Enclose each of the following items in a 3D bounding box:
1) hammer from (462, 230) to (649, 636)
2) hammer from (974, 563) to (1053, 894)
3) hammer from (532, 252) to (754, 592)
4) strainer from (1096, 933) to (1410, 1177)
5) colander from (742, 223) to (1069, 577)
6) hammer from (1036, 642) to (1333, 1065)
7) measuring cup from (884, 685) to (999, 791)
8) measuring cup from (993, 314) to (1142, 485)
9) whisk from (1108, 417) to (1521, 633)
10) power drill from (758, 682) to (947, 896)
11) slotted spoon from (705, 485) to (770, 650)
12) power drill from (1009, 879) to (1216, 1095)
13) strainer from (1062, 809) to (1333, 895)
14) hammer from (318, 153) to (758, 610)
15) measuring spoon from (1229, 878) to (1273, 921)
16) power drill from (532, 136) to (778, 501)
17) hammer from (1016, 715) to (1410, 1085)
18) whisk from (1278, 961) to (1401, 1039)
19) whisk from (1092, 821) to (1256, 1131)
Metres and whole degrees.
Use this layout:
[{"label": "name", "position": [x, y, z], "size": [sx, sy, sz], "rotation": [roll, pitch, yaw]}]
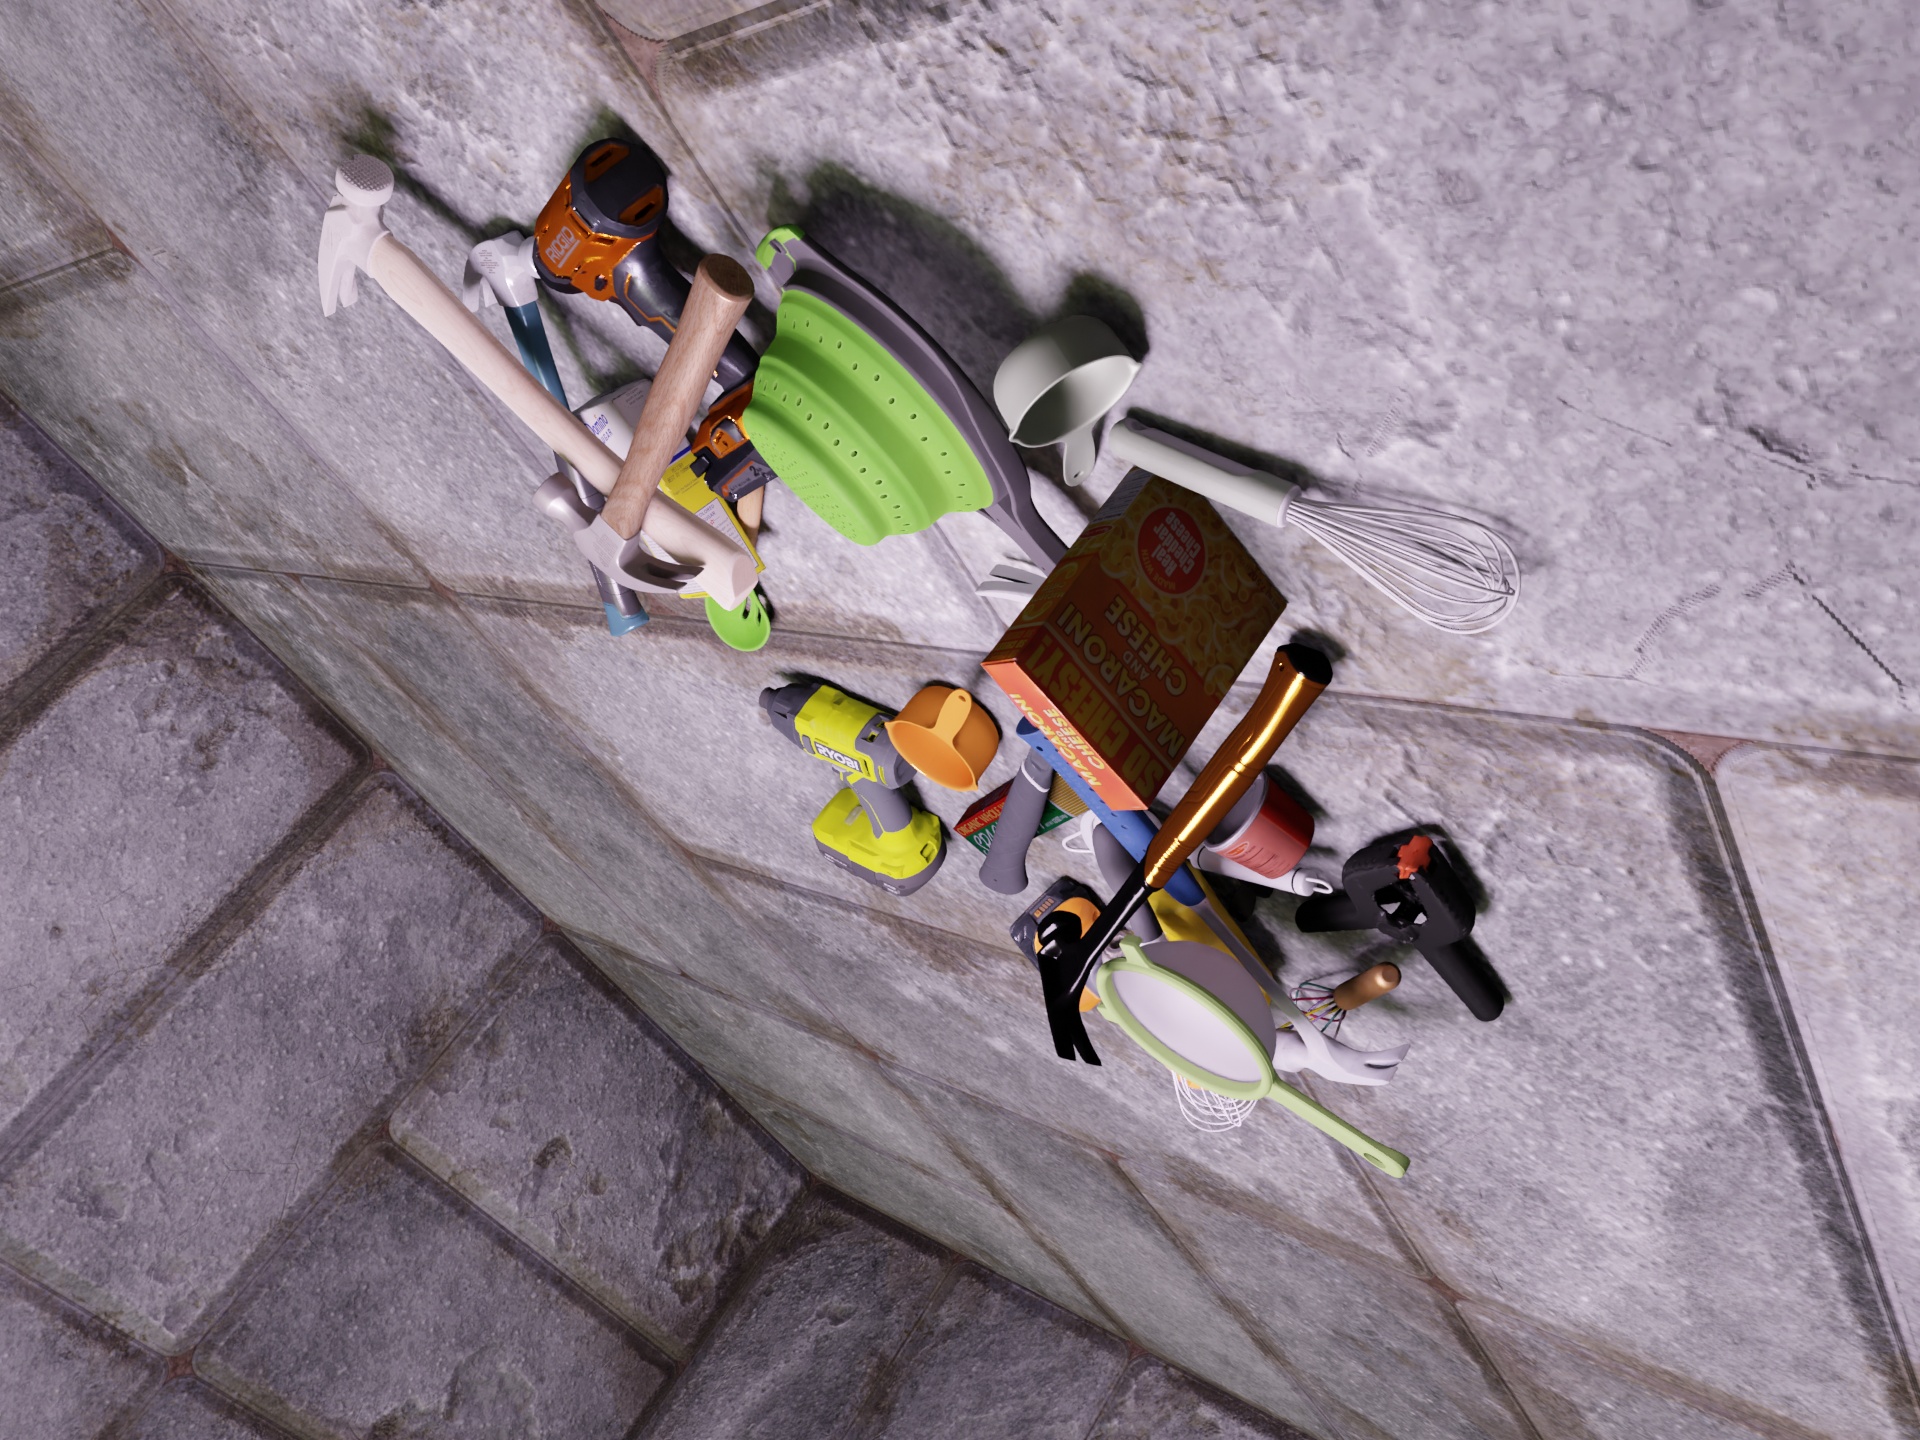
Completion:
[{"label": "hammer", "position": [-0.304, -0.213, 1.235], "size": [0.128, 0.033, 0.330], "rotation": [18, 132, 43]}, {"label": "hammer", "position": [0.057, 0.030, 1.228], "size": [0.149, 0.036, 0.408], "rotation": [31, 148, 11]}, {"label": "hammer", "position": [-0.195, -0.184, 1.035], "size": [0.130, 0.031, 0.331], "rotation": [44, 146, -1]}, {"label": "strainer", "position": [0.223, 0.234, 1.162], "size": [0.256, 0.069, 0.151], "rotation": [32, 153, 15]}, {"label": "colander", "position": [-0.007, -0.116, 0.970], "size": [0.397, 0.094, 0.204], "rotation": [46, 173, -16]}, {"label": "hammer", "position": [0.143, 0.084, 1.050], "size": [0.034, 0.127, 0.336], "rotation": [17, 127, -20]}, {"label": "measuring cup", "position": [-0.002, -0.004, 1.291], "size": [0.095, 0.052, 0.173], "rotation": [36, 154, 4]}, {"label": "measuring cup", "position": [0.058, -0.176, 0.903], "size": [0.038, 0.083, 0.167], "rotation": [60, 179, 13]}, {"label": "whisk", "position": [0.184, -0.113, 0.857], "size": [0.246, 0.058, 0.059], "rotation": [29, 120, 26]}, {"label": "power drill", "position": [-0.100, 0.058, 1.511], "size": [0.171, 0.080, 0.223], "rotation": [22, 148, 28]}, {"label": "slotted spoon", "position": [-0.175, -0.144, 1.306], "size": [0.070, 0.031, 0.313], "rotation": [36, 154, 6]}, {"label": "power drill", "position": [0.134, 0.221, 1.405], "size": [0.185, 0.084, 0.226], "rotation": [53, 168, -32]}, {"label": "strainer", "position": [0.182, 0.103, 1.223], "size": [0.259, 0.050, 0.086], "rotation": [11, 141, 50]}, {"label": "hammer", "position": [-0.313, -0.225, 1.171], "size": [0.410, 0.038, 0.146], "rotation": [43, 141, 2]}, {"label": "measuring spoon", "position": [0.232, 0.138, 1.276], "size": [0.034, 0.018, 0.124], "rotation": [38, 164, 16]}, {"label": "power drill", "position": [-0.193, -0.259, 1.062], "size": [0.226, 0.084, 0.164], "rotation": [49, 154, -16]}, {"label": "hammer", "position": [0.183, 0.138, 1.180], "size": [0.405, 0.035, 0.144], "rotation": [48, 155, -21]}, {"label": "whisk", "position": [0.303, 0.221, 1.266], "size": [0.047, 0.051, 0.245], "rotation": [11, 160, -1]}, {"label": "whisk", "position": [0.165, 0.206, 1.262], "size": [0.070, 0.070, 0.284], "rotation": [-4, 115, 56]}]
